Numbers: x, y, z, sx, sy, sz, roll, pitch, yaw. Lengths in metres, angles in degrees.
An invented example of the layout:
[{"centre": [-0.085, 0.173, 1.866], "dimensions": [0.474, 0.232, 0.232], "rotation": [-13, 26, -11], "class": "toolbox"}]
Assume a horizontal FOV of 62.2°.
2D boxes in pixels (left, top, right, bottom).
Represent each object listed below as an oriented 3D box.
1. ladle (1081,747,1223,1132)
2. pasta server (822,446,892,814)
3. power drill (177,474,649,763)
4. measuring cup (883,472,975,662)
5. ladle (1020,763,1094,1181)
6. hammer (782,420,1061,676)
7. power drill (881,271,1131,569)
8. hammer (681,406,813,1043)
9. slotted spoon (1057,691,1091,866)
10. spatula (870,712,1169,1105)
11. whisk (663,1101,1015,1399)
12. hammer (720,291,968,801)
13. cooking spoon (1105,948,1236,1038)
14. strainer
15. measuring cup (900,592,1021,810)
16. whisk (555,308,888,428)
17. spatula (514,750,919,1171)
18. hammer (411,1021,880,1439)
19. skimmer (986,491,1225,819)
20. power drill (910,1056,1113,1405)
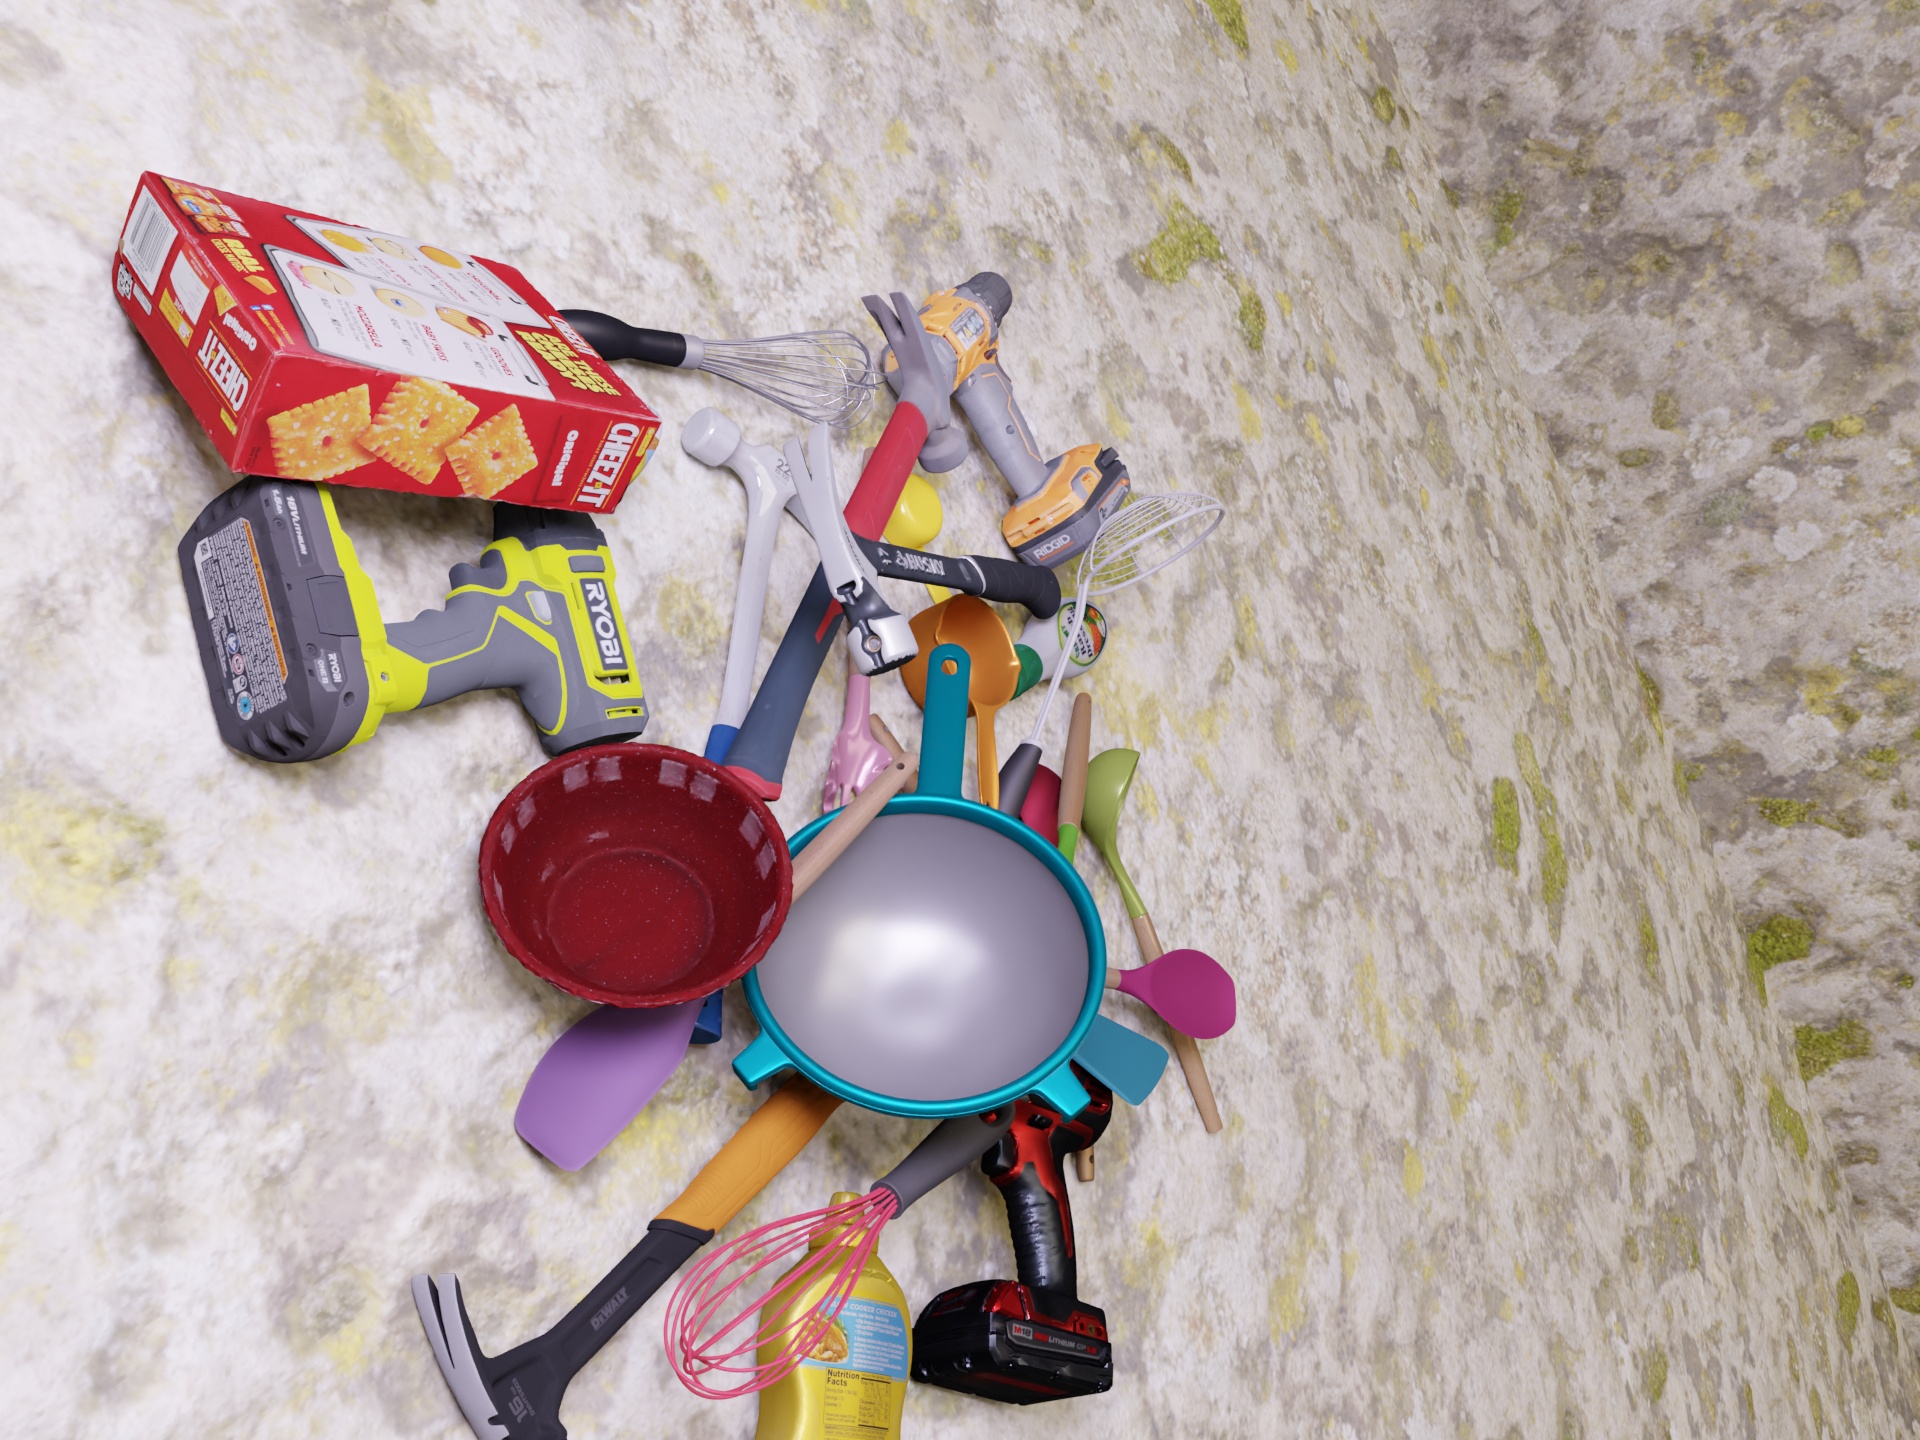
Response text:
[{"centre": [0.163, 0.176, 1.267], "dimensions": [0.078, 0.062, 0.320], "rotation": [-34, 105, -74], "class": "ladle"}, {"centre": [-0.064, -0.056, 1.093], "dimensions": [0.060, 0.040, 0.316], "rotation": [18, 61, -32], "class": "pasta server"}, {"centre": [-0.269, -0.062, 0.817], "dimensions": [0.223, 0.080, 0.171], "rotation": [-8, 80, -57], "class": "power drill"}, {"centre": [-0.014, -0.115, 1.199], "dimensions": [0.062, 0.029, 0.156], "rotation": [-39, 103, -52], "class": "measuring cup"}, {"centre": [0.077, 0.179, 1.181], "dimensions": [0.069, 0.031, 0.316], "rotation": [14, 64, -46], "class": "ladle"}, {"centre": [-0.004, -0.102, 1.065], "dimensions": [0.149, 0.036, 0.409], "rotation": [67, 19, 6], "class": "hammer"}, {"centre": [0.044, -0.256, 1.304], "dimensions": [0.226, 0.084, 0.185], "rotation": [51, 38, -16], "class": "power drill"}, {"centre": [-0.136, 0.000, 0.985], "dimensions": [0.144, 0.035, 0.406], "rotation": [32, 51, -40], "class": "hammer"}, {"centre": [0.082, 0.068, 1.174], "dimensions": [0.070, 0.031, 0.314], "rotation": [59, 23, -26], "class": "slotted spoon"}, {"centre": [0.031, 0.125, 1.093], "dimensions": [0.317, 0.044, 0.082], "rotation": [57, 28, 0], "class": "spatula"}, {"centre": [-0.053, 0.272, 0.872], "dimensions": [0.296, 0.073, 0.073], "rotation": [-24, 93, -53], "class": "whisk"}, {"centre": [-0.080, -0.111, 1.019], "dimensions": [0.143, 0.038, 0.387], "rotation": [65, 34, -42], "class": "hammer"}, {"centre": [0.094, 0.185, 1.164], "dimensions": [0.318, 0.017, 0.069], "rotation": [17, 65, -36], "class": "cooking spoon"}, {"centre": [-0.021, 0.104, 0.980], "dimensions": [0.211, 0.095, 0.341], "rotation": [6, 50, -2], "class": "strainer"}, {"centre": [-0.002, -0.004, 1.146], "dimensions": [0.095, 0.052, 0.174], "rotation": [17, 63, -47], "class": "measuring cup"}, {"centre": [-0.158, -0.243, 1.062], "dimensions": [0.284, 0.070, 0.070], "rotation": [-2, 75, -48], "class": "whisk"}, {"centre": [-0.123, 0.117, 0.883], "dimensions": [0.060, 0.018, 0.316], "rotation": [35, 56, 14], "class": "spatula"}, {"centre": [-0.141, 0.255, 0.861], "dimensions": [0.337, 0.034, 0.127], "rotation": [-37, 104, -53], "class": "hammer"}, {"centre": [0.100, -0.022, 1.191], "dimensions": [0.090, 0.127, 0.363], "rotation": [24, 68, -4], "class": "skimmer"}, {"centre": [0.018, 0.299, 1.008], "dimensions": [0.187, 0.080, 0.227], "rotation": [29, 48, -33], "class": "power drill"}]
